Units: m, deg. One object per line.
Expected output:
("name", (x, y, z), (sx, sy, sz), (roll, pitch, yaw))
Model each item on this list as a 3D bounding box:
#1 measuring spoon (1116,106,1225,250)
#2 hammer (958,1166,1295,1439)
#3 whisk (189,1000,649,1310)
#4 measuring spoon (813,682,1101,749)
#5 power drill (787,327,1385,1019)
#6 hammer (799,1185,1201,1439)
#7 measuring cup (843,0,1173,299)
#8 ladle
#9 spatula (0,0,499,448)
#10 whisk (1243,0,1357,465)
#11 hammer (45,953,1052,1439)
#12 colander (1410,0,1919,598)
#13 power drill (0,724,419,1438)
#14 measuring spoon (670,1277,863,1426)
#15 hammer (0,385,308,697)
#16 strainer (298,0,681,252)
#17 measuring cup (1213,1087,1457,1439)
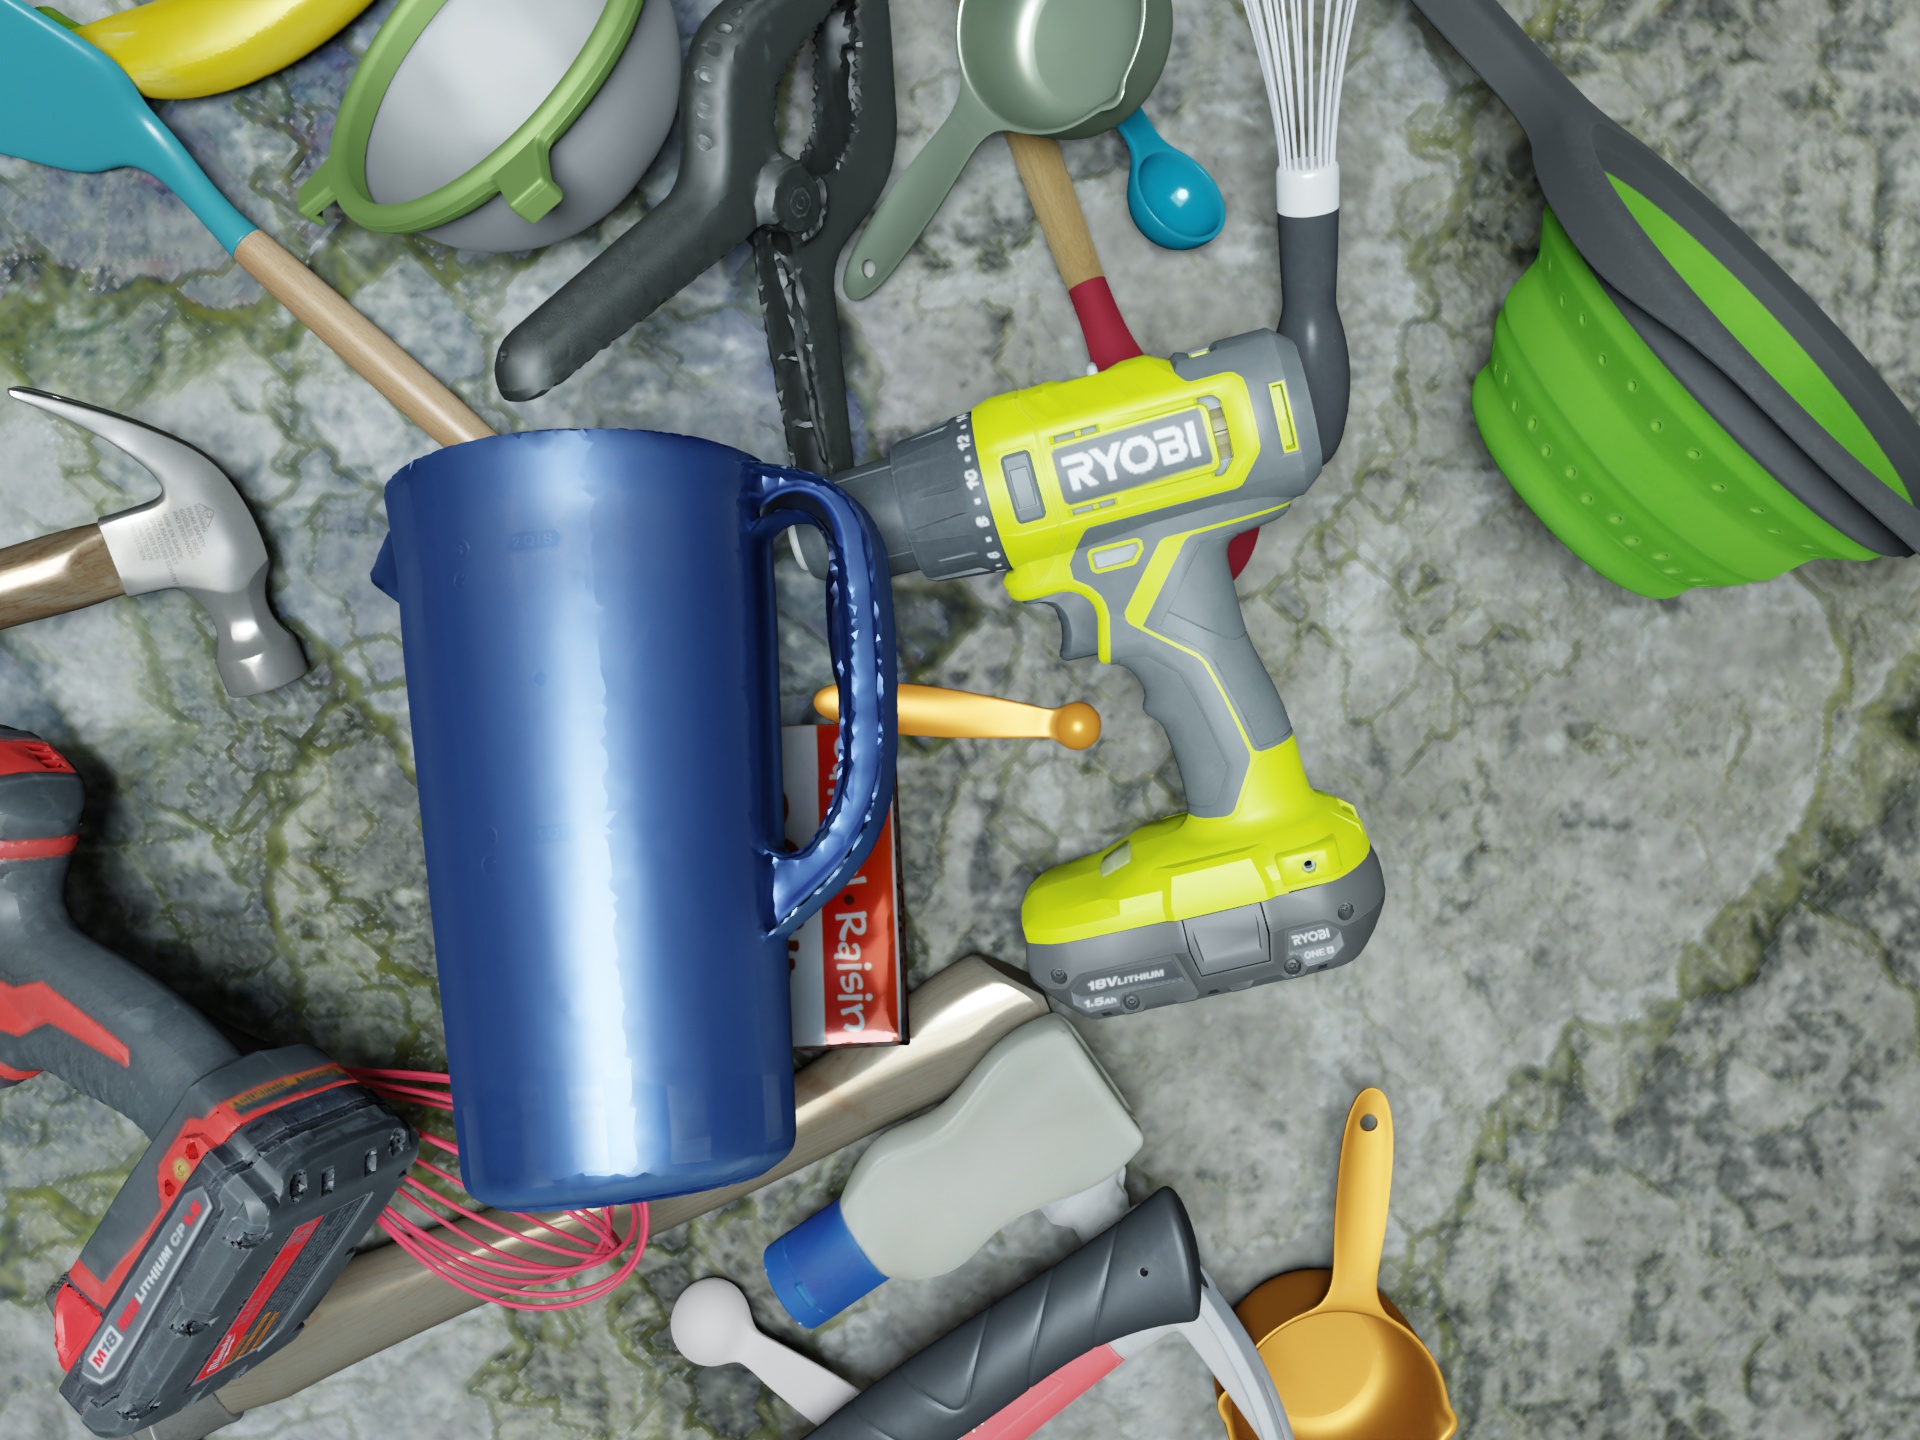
("measuring spoon", (0.056, -0.234, 0.618), (0.042, 0.021, 0.128), (-31, 86, -35))
("hammer", (-0.050, 0.343, 0.631), (0.386, 0.038, 0.143), (-41, 63, 6))
("whisk", (-0.249, 0.141, 0.600), (0.296, 0.073, 0.073), (20, 94, 13))
("measuring spoon", (-0.001, -0.002, 0.638), (0.117, 0.011, 0.021), (6, 95, -2))
("power drill", (0.052, -0.013, 0.591), (0.190, 0.080, 0.228), (-14, 101, 9))
("hammer", (-0.081, 0.299, 0.607), (0.409, 0.036, 0.149), (-35, 74, 8))
("measuring cup", (0.013, -0.220, 0.593), (0.167, 0.038, 0.083), (-45, 75, 33))
("ladle", (0.041, -0.194, 0.617), (0.069, 0.031, 0.315), (-22, 94, 1))
("spatula", (-0.257, -0.157, 0.602), (0.317, 0.044, 0.082), (41, 132, -7))
("whisk", (0.122, -0.220, 0.557), (0.070, 0.070, 0.284), (-10, 122, -1))
("hammer", (-0.147, 0.208, 0.641), (0.410, 0.038, 0.146), (-24, 97, 0))
("colander", (0.207, -0.177, 0.587), (0.397, 0.204, 0.094), (54, 127, 11))
("power drill", (-0.320, 0.134, 0.549), (0.227, 0.080, 0.188), (39, 103, 13))
("measuring spoon", (-0.067, 0.262, 0.630), (0.124, 0.018, 0.034), (24, 84, 24))
("hammer", (-0.415, -0.024, 0.549), (0.331, 0.031, 0.130), (-21, 110, -21))
("strainer", (-0.132, -0.271, 0.588), (0.152, 0.069, 0.256), (13, 74, 38))
("measuring cup", (0.151, 0.227, 0.643), (0.095, 0.052, 0.173), (6, 93, -2))
